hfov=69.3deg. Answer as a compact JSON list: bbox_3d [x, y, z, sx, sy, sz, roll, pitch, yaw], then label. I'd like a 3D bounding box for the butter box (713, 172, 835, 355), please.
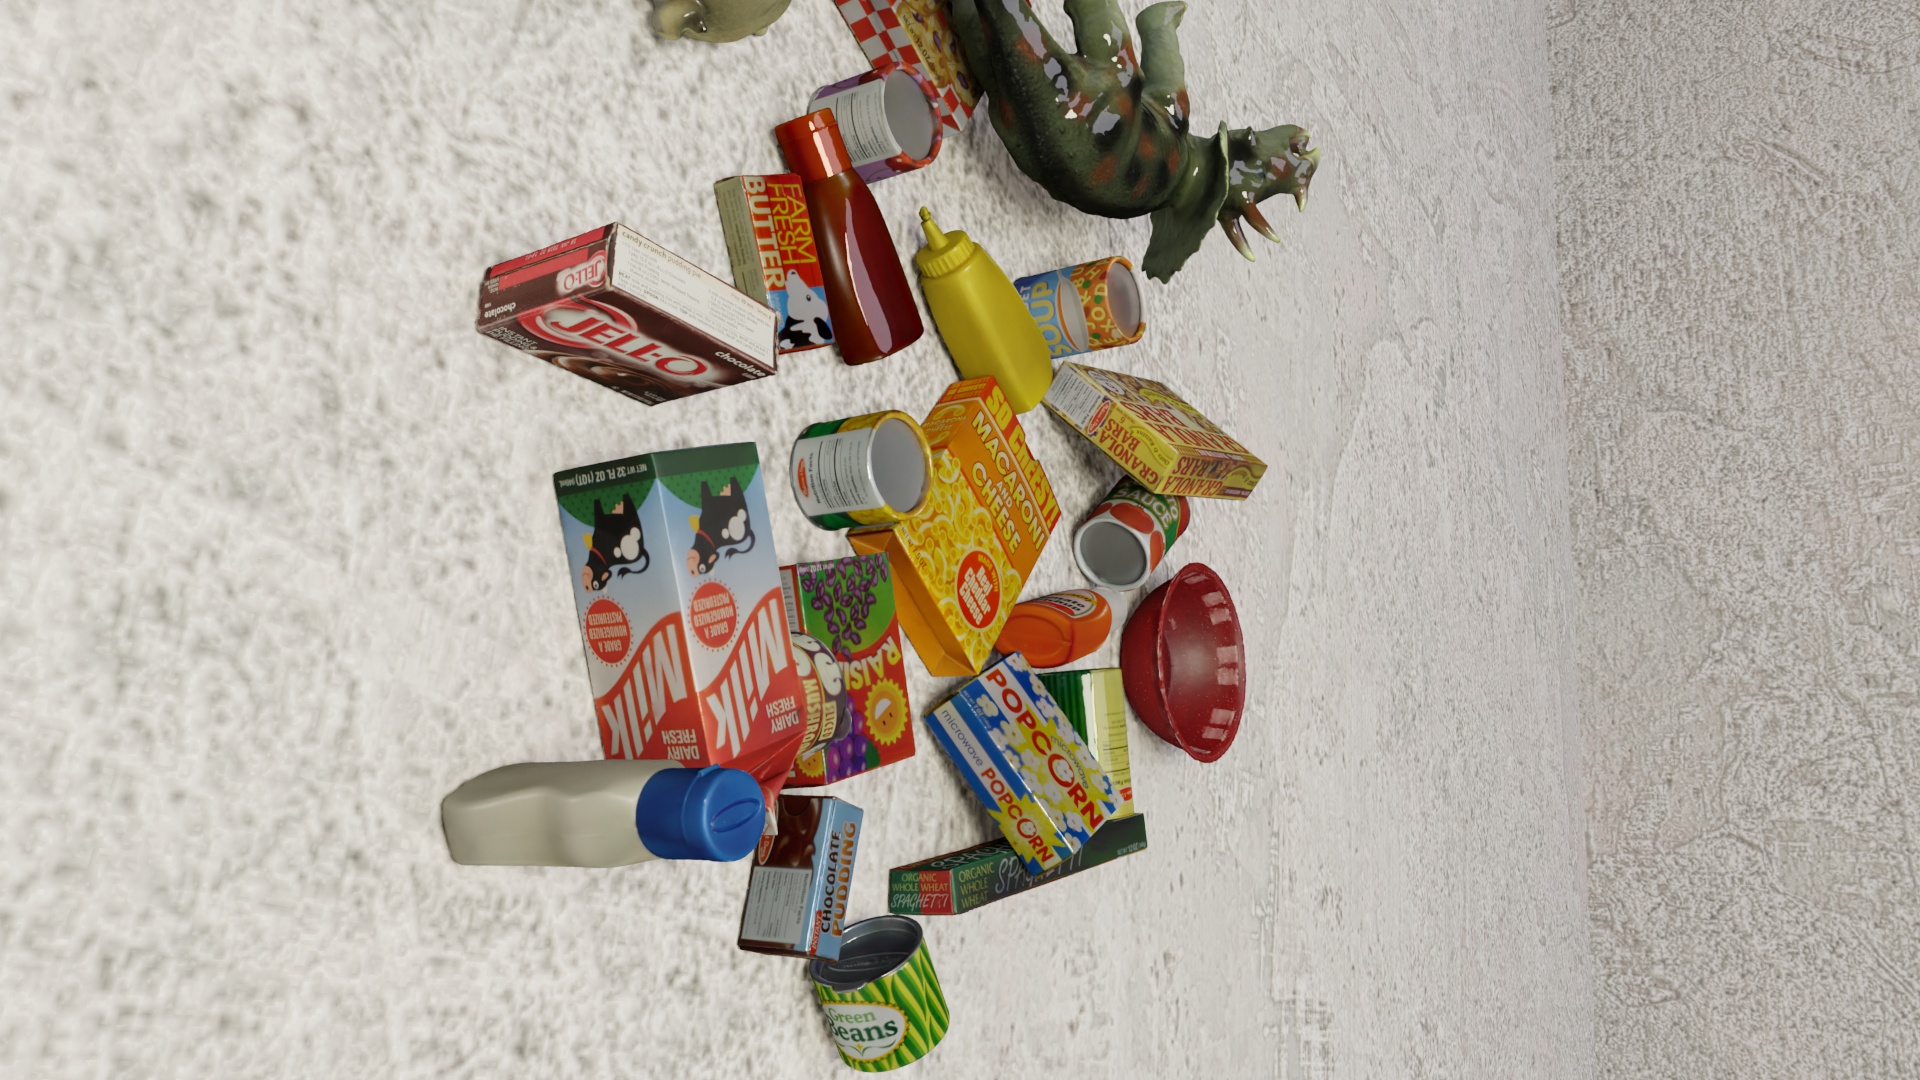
[{"bbox_3d":[-0.106,-0.159,0.801,0.053,0.024,0.103,-20,100,-54],"label":"butter box"}]

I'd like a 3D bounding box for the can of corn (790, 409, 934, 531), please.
[{"bbox_3d":[-0.056,-0.042,0.822,0.071,0.058,0.071,14,73,-54],"label":"can of corn"}]

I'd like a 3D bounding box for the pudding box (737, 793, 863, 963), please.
[{"bbox_3d":[-0.085,0.180,0.746,0.030,0.049,0.084,35,56,-49],"label":"pudding box"}]

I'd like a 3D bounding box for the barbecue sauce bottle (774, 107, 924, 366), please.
[{"bbox_3d":[-0.069,-0.184,0.843,0.065,0.043,0.148,-43,118,-53],"label":"barbecue sauce bottle"}]

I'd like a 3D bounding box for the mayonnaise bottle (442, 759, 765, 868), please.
[{"bbox_3d":[-0.148,0.114,0.581,0.065,0.148,0.041,-16,98,-55],"label":"mayonnaise bottle"}]

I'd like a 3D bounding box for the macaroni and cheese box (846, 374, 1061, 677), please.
[{"bbox_3d":[0.003,-0.012,0.917,0.123,0.040,0.167,61,40,-29],"label":"macaroni and cheese box"}]

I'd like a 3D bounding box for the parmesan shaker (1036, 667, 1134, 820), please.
[{"bbox_3d":[0.087,0.144,0.988,0.071,0.071,0.103,3,81,-55],"label":"parmesan shaker"}]

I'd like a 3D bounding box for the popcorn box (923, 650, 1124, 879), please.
[{"bbox_3d":[0.042,0.142,0.901,0.127,0.038,0.085,55,31,6],"label":"popcorn box"}]

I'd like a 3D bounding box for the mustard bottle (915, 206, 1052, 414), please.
[{"bbox_3d":[0.009,-0.161,0.947,0.159,0.048,0.066,58,41,-30],"label":"mustard bottle"}]

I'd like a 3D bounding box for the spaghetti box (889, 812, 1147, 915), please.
[{"bbox_3d":[0.046,0.213,0.929,0.250,0.050,0.028,2,80,-55],"label":"spaghetti box"}]

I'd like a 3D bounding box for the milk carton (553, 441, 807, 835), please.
[{"bbox_3d":[-0.132,0.052,0.681,0.074,0.072,0.190,-14,95,-56],"label":"milk carton"}]

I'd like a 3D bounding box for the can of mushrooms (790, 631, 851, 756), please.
[{"bbox_3d":[-0.093,0.084,0.734,0.033,0.071,0.071,-6,89,-54],"label":"can of mushrooms"}]

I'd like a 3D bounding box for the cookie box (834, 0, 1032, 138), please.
[{"bbox_3d":[-0.015,-0.375,0.959,0.122,0.040,0.168,55,43,-35],"label":"cookie box"}]

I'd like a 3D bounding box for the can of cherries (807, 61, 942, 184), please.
[{"bbox_3d":[-0.051,-0.260,0.869,0.071,0.058,0.071,14,73,-53],"label":"can of cherries"}]

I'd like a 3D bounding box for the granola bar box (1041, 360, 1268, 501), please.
[{"bbox_3d":[0.153,-0.083,1.084,0.166,0.124,0.039,1,126,-55],"label":"granola bar box"}]

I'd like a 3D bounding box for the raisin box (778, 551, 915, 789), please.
[{"bbox_3d":[-0.073,0.072,0.794,0.086,0.040,0.123,-8,89,-56],"label":"raisin box"}]

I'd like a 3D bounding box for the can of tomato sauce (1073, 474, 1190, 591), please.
[{"bbox_3d":[0.134,-0.009,1.081,0.083,0.071,0.071,-45,120,-49],"label":"can of tomato sauce"}]

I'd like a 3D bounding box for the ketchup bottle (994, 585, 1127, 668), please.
[{"bbox_3d":[0.079,0.059,0.999,0.149,0.065,0.043,-10,107,-64],"label":"ketchup bottle"}]

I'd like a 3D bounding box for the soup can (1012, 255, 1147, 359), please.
[{"bbox_3d":[0.085,-0.170,1.028,0.071,0.083,0.071,13,74,-53],"label":"soup can"}]

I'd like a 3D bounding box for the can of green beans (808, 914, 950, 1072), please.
[{"bbox_3d":[-0.045,0.253,0.776,0.071,0.071,0.057,-35,113,-52],"label":"can of green beans"}]
